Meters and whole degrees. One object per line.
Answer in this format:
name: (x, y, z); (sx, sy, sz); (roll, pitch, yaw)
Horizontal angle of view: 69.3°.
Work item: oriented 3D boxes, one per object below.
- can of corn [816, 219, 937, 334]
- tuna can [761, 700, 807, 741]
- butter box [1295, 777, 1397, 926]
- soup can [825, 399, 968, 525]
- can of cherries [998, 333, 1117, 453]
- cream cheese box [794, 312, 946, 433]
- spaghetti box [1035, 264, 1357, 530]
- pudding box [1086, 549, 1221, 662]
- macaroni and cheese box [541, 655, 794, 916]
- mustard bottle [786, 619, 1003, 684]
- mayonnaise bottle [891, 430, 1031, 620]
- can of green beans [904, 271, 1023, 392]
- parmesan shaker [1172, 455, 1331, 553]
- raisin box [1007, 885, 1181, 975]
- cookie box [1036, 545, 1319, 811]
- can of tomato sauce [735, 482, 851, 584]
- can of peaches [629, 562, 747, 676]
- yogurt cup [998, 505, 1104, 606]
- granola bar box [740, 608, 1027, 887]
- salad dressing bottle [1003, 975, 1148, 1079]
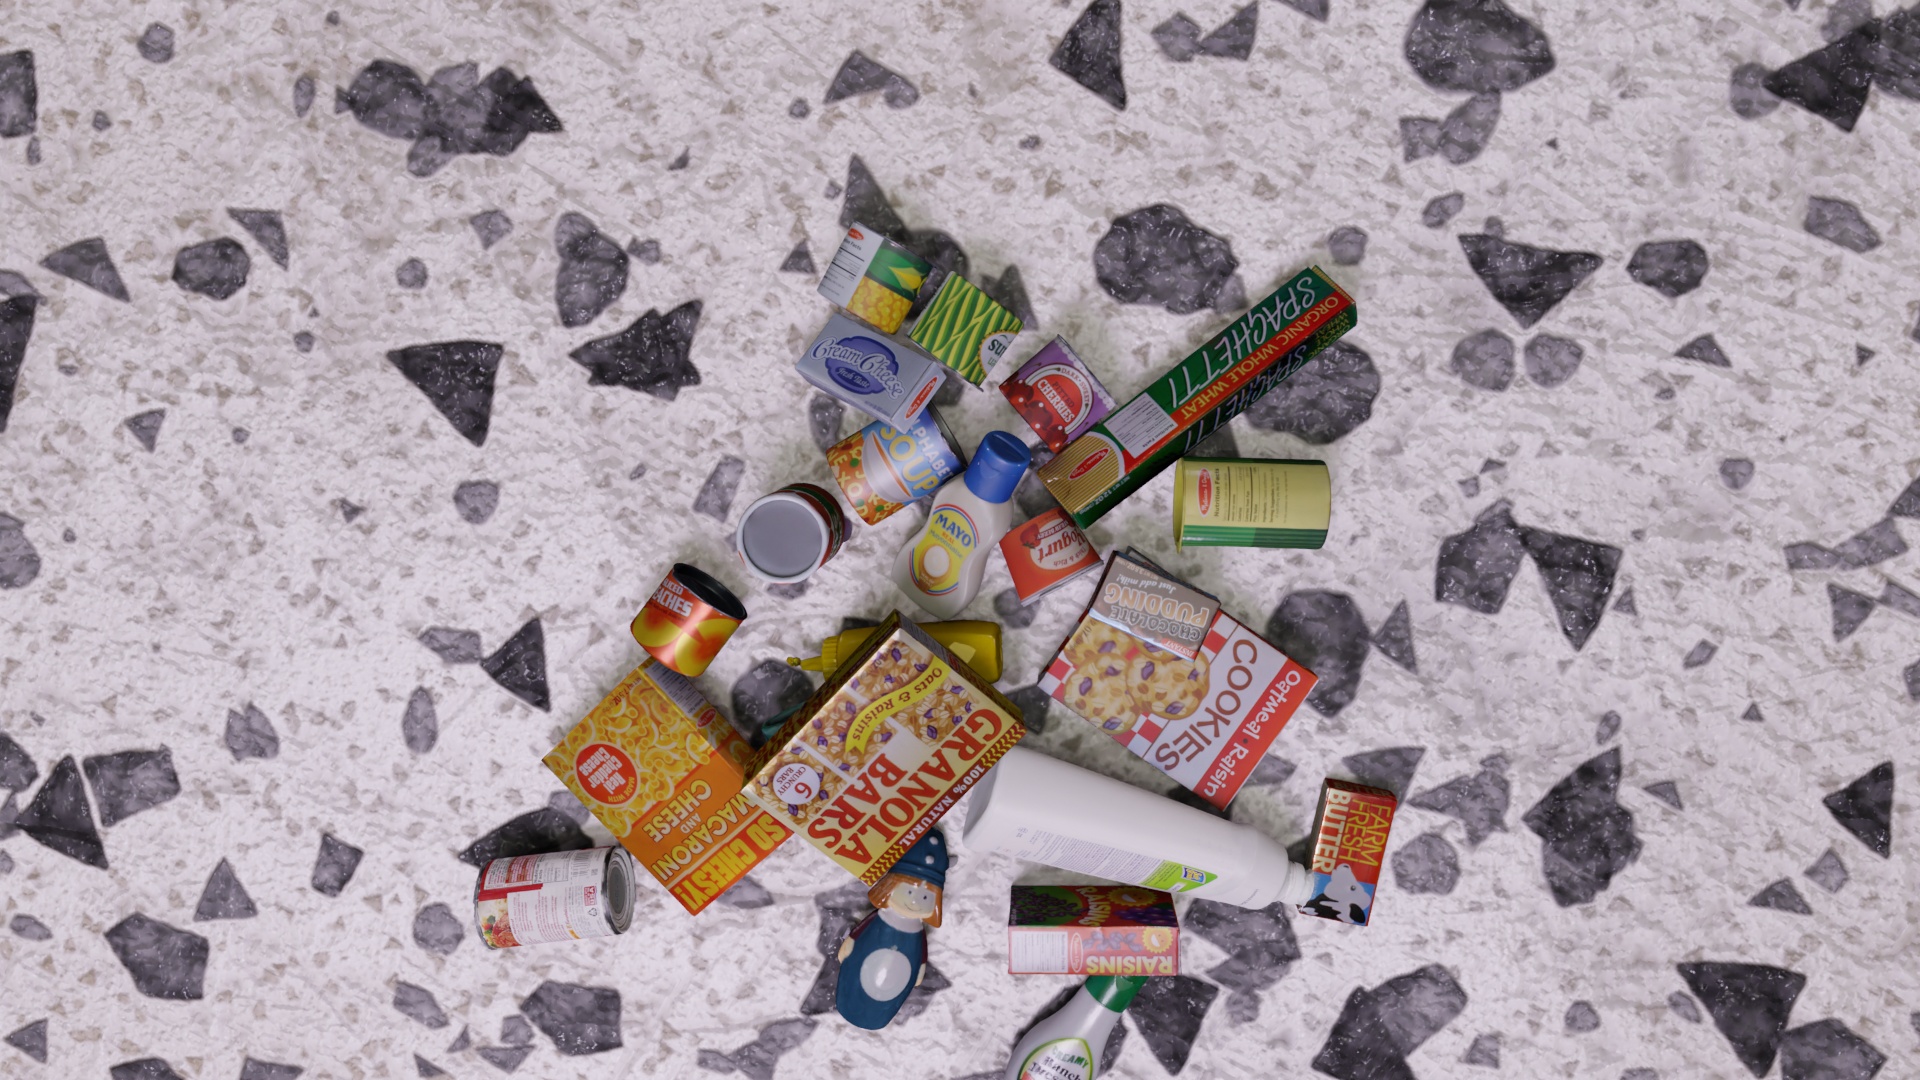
can of corn: (-0.059, -0.187, 0.996); (0.071, 0.071, 0.058); (30, 98, -1)
tuna can: (-0.114, 0.141, 1.033); (0.071, 0.071, 0.033); (-22, 94, 5)
butter box: (0.289, 0.234, 1.042); (0.053, 0.024, 0.103); (12, 97, 2)
soup can: (-0.046, -0.058, 1.004); (0.084, 0.071, 0.071); (-31, 94, 6)
can of cherries: (0.069, -0.104, 0.994); (0.058, 0.071, 0.071); (-40, 93, 7)
cream cheese box: (-0.066, -0.120, 0.991); (0.104, 0.024, 0.053); (30, 80, 32)
spaghetti box: (0.169, -0.102, 0.986); (0.250, 0.028, 0.050); (-37, 55, 0)
pudding box: (0.137, 0.047, 0.987); (0.084, 0.030, 0.049); (25, 97, 1)
macaroni and cheese box: (-0.212, 0.182, 1.041); (0.123, 0.040, 0.166); (-42, 93, 23)
mustard bottle: (-0.050, 0.087, 1.027); (0.160, 0.065, 0.048); (-4, 96, 9)
mayonnaise bottle: (0.004, -0.012, 0.989); (0.065, 0.041, 0.147); (39, 128, 13)
can of green beans: (0.003, -0.151, 0.995); (0.071, 0.071, 0.057); (36, 97, -1)
parmesan shaker: (0.208, -0.024, 0.997); (0.103, 0.071, 0.071); (2, 97, 2)
raisin box: (0.097, 0.288, 1.027); (0.123, 0.086, 0.040); (-1, 95, 3)
cookie box: (0.159, 0.102, 1.028); (0.167, 0.040, 0.123); (34, 96, 0)
can of tomato sauce: (-0.120, -0.005, 1.008); (0.071, 0.083, 0.071); (0, 97, 3)
can of peaches: (-0.203, 0.058, 1.026); (0.071, 0.071, 0.058); (38, 98, -2)
yogurt cup: (0.063, 0.010, 1.011); (0.072, 0.072, 0.054); (-28, 86, 6)
granola bar box: (-0.054, 0.147, 0.979); (0.124, 0.039, 0.165); (41, 101, -17)
salad dressing bottle: (0.089, 0.376, 1.058); (0.064, 0.044, 0.147); (33, 97, -2)
